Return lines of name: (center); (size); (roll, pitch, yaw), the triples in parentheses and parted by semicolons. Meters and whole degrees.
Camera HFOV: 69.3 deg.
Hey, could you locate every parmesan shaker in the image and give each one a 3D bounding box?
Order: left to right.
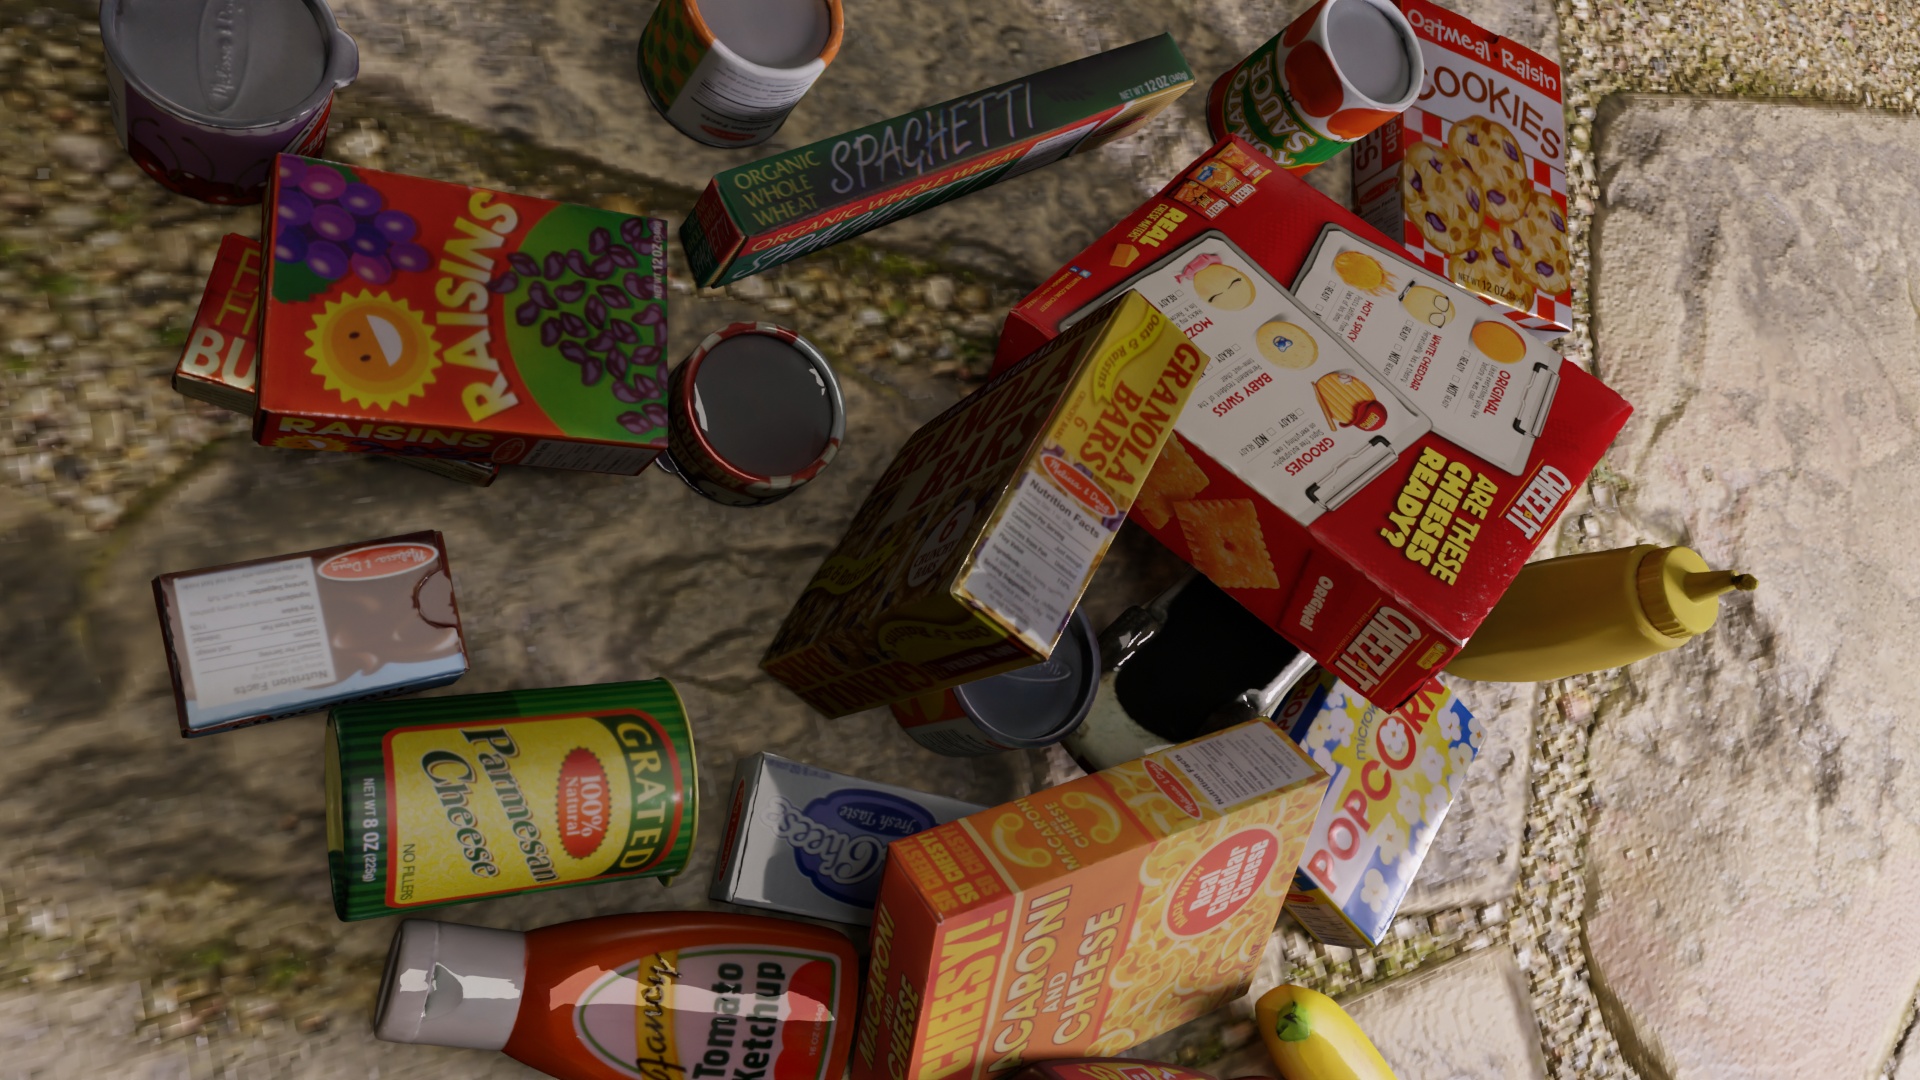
parmesan shaker: (-0.143, 0.083, 0.441); (0.103, 0.071, 0.071); (-2, 79, -29)

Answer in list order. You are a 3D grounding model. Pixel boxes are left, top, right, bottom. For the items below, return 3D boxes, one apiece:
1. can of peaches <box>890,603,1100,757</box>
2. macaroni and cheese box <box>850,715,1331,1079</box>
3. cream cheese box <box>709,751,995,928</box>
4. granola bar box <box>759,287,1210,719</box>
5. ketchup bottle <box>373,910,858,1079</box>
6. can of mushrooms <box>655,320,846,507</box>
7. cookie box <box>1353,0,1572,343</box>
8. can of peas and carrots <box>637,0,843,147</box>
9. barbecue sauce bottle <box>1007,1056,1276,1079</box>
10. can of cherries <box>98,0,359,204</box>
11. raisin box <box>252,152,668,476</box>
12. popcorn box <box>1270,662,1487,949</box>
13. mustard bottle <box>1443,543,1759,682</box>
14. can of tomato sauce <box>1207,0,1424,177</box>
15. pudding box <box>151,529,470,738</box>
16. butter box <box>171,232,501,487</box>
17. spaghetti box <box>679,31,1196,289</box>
can of peaches: (0.012, 0.047, 0.538); (0.071, 0.058, 0.071); (7, 74, -26)
macaroni and cheese box: (0.046, 0.140, 0.504); (0.167, 0.040, 0.123); (-12, 128, -30)
cream cheese box: (-0.036, 0.116, 0.514); (0.104, 0.024, 0.053); (18, 70, -24)
granola bar box: (0.002, -0.006, 0.484); (0.039, 0.165, 0.125); (39, 63, -14)
ketchup bottle: (-0.110, 0.151, 0.455); (0.149, 0.043, 0.065); (15, 78, -24)
can of mushrooms: (-0.081, -0.047, 0.526); (0.071, 0.033, 0.071); (7, 75, -28)
cookie box: (0.272, -0.200, 0.753); (0.123, 0.040, 0.168); (13, 72, -25)
can of peas and carrots: (-0.087, -0.200, 0.546); (0.071, 0.058, 0.071); (7, 74, -28)
barbecue sauce bottle: (0.076, 0.222, 0.513); (0.148, 0.043, 0.065); (19, 26, -47)
can of cherries: (-0.237, -0.150, 0.452); (0.071, 0.058, 0.071); (8, 73, -27)
raisin box: (-0.161, -0.071, 0.455); (0.123, 0.040, 0.086); (4, 76, -30)
popcorn box: (0.175, 0.106, 0.624); (0.085, 0.038, 0.127); (46, 61, -11)
mustard bottle: (0.289, 0.032, 0.635); (0.065, 0.159, 0.049); (16, 70, -26)
can of tomato sauce: (0.171, -0.219, 0.678); (0.071, 0.083, 0.071); (8, 74, -27)
pudding box: (-0.205, 0.029, 0.441); (0.084, 0.030, 0.049); (-12, 82, -30)
butter box: (-0.202, -0.059, 0.468); (0.103, 0.024, 0.053); (19, 69, -24)
spaghetti box: (-0.003, -0.165, 0.589); (0.251, 0.050, 0.028); (-28, 90, -31)
